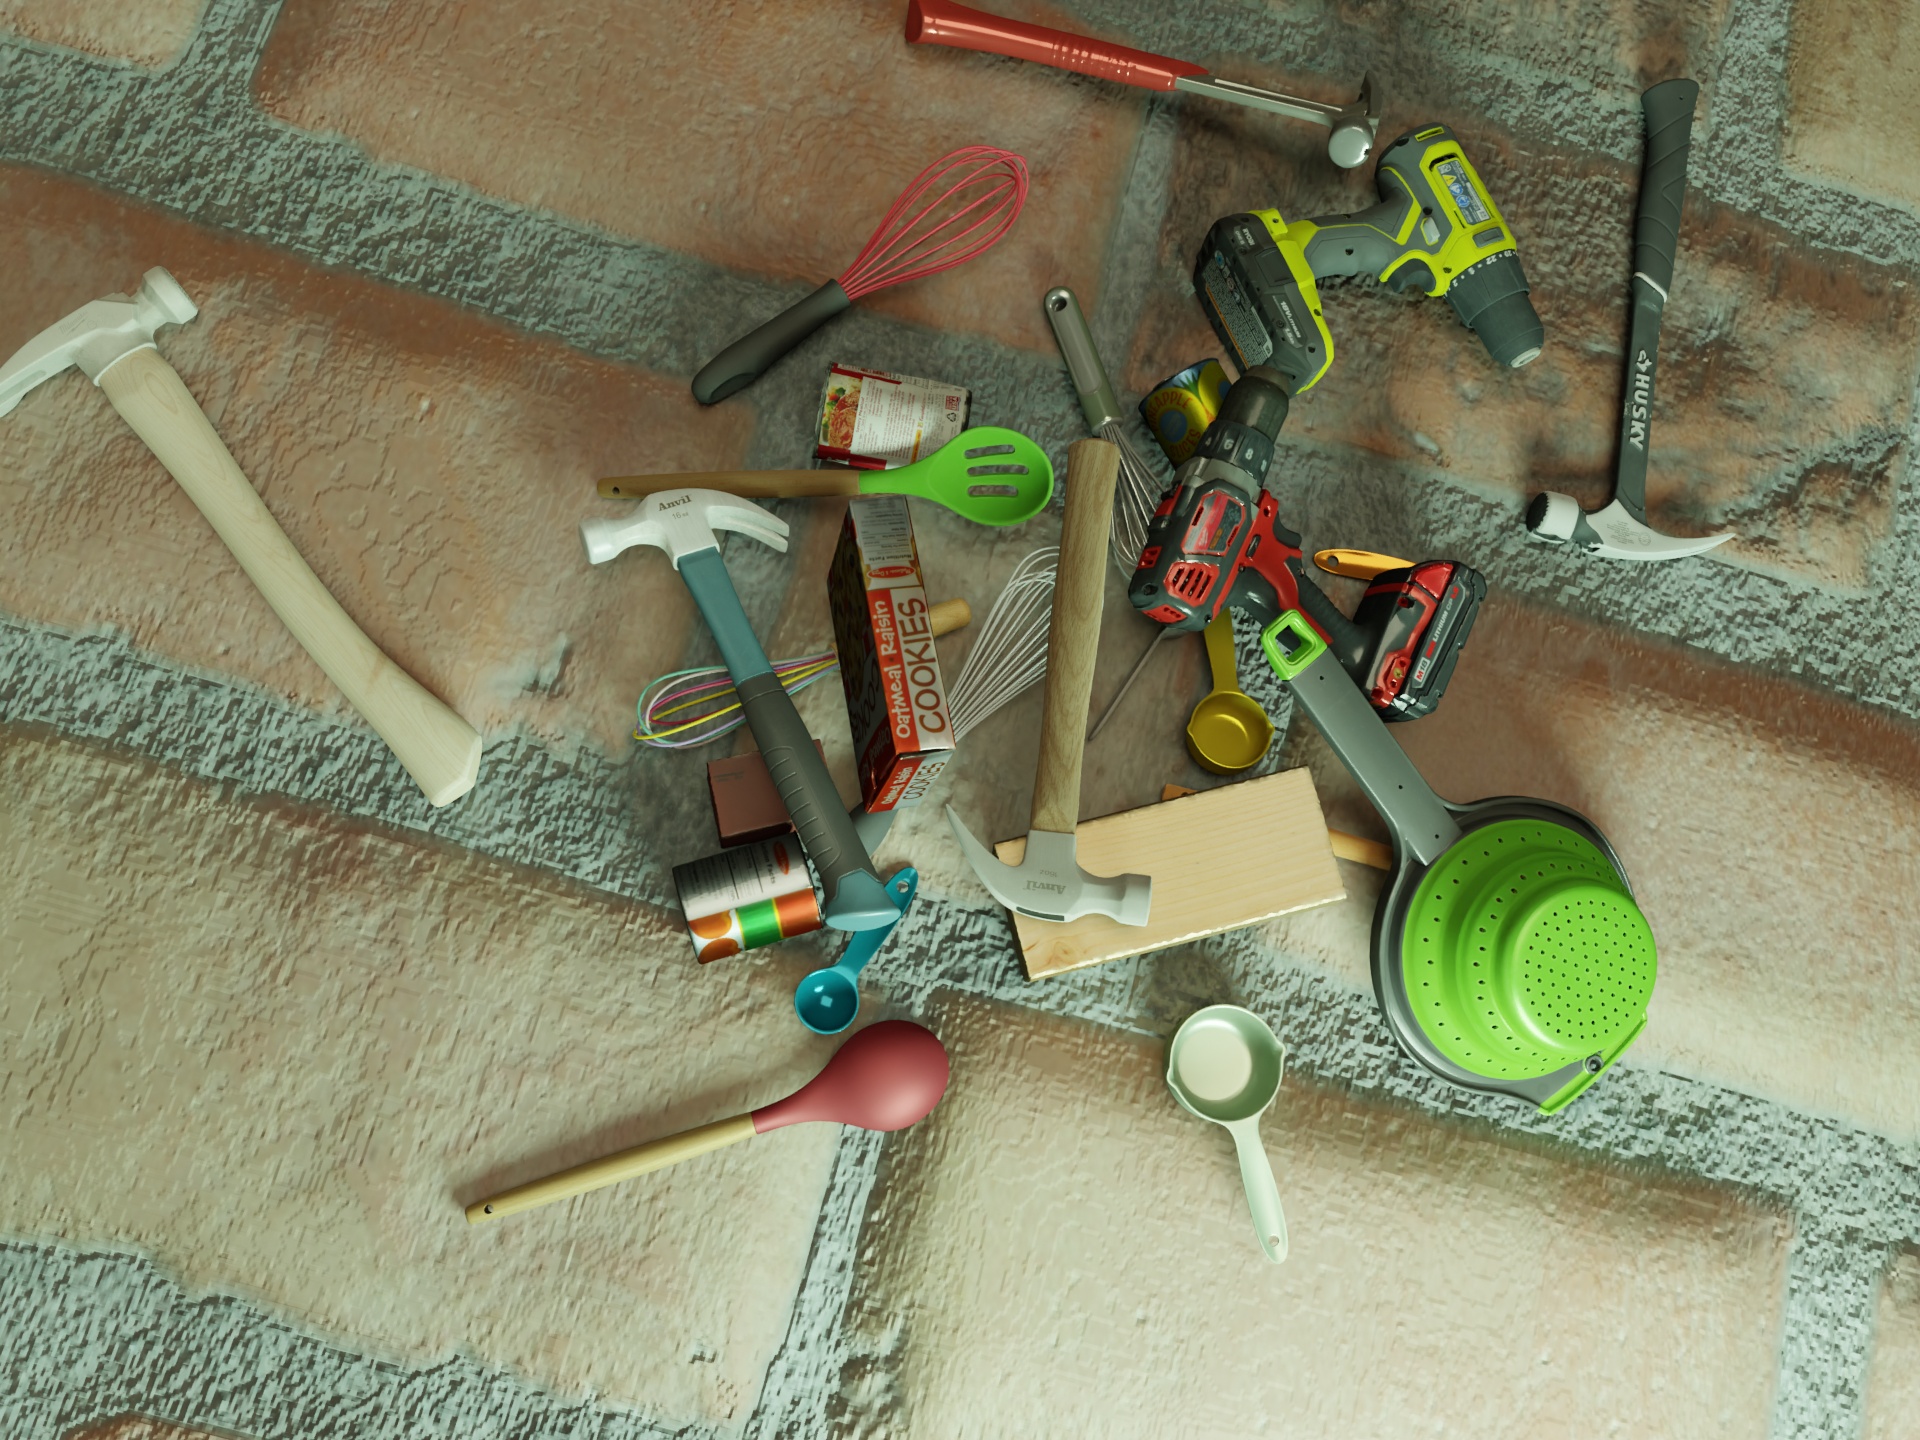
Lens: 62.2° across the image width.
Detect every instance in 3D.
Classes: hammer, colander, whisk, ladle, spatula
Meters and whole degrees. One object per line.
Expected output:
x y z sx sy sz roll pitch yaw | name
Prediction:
0.068 -0.034 1.021 0.130 0.031 0.331 6 68 5 | hammer
-0.464 -0.105 1.044 0.146 0.038 0.411 -39 85 -12 | hammer
0.330 0.091 1.022 0.204 0.094 0.397 -40 100 -9 | colander
-0.003 -0.004 1.074 0.070 0.070 0.284 40 80 2 | whisk
0.107 -0.203 1.135 0.058 0.059 0.246 -23 76 16 | whisk
-0.127 -0.012 1.017 0.128 0.033 0.331 -21 69 -18 | hammer
-0.157 0.262 1.009 0.315 0.031 0.069 -17 80 -9 | ladle
0.294 0.098 1.105 0.322 0.041 0.081 17 77 1 | spatula
0.531 -0.312 1.218 0.149 0.036 0.409 14 76 -5 | hammer
0.136 -0.490 1.188 0.359 0.036 0.149 15 39 4 | hammer
-0.106 -0.036 1.075 0.245 0.047 0.051 -22 80 -16 | whisk
-0.070 -0.316 1.131 0.296 0.073 0.073 -37 85 -8 | whisk

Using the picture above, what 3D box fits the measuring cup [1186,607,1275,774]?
0.182 -0.034 1.122 0.062 0.029 0.157 0 66 -7 | measuring cup

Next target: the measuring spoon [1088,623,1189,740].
0.129 -0.033 1.109 0.018 0.034 0.124 36 81 -4 | measuring spoon

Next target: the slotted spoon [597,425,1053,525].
-0.093 -0.163 1.078 0.314 0.031 0.070 -1 117 6 | slotted spoon

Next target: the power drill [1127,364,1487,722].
0.241 -0.117 1.085 0.226 0.080 0.188 27 81 -13 | power drill

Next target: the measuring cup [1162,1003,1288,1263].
0.182 0.270 1.045 0.083 0.038 0.168 -13 82 -10 | measuring cup

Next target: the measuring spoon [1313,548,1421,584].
0.314 -0.108 1.159 0.117 0.011 0.021 9 77 -2 | measuring spoon

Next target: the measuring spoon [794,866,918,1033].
-0.066 0.151 1.052 0.042 0.021 0.129 34 67 2 | measuring spoon

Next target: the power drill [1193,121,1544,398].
0.307 -0.322 1.171 0.228 0.080 0.191 -22 80 -14 | power drill
